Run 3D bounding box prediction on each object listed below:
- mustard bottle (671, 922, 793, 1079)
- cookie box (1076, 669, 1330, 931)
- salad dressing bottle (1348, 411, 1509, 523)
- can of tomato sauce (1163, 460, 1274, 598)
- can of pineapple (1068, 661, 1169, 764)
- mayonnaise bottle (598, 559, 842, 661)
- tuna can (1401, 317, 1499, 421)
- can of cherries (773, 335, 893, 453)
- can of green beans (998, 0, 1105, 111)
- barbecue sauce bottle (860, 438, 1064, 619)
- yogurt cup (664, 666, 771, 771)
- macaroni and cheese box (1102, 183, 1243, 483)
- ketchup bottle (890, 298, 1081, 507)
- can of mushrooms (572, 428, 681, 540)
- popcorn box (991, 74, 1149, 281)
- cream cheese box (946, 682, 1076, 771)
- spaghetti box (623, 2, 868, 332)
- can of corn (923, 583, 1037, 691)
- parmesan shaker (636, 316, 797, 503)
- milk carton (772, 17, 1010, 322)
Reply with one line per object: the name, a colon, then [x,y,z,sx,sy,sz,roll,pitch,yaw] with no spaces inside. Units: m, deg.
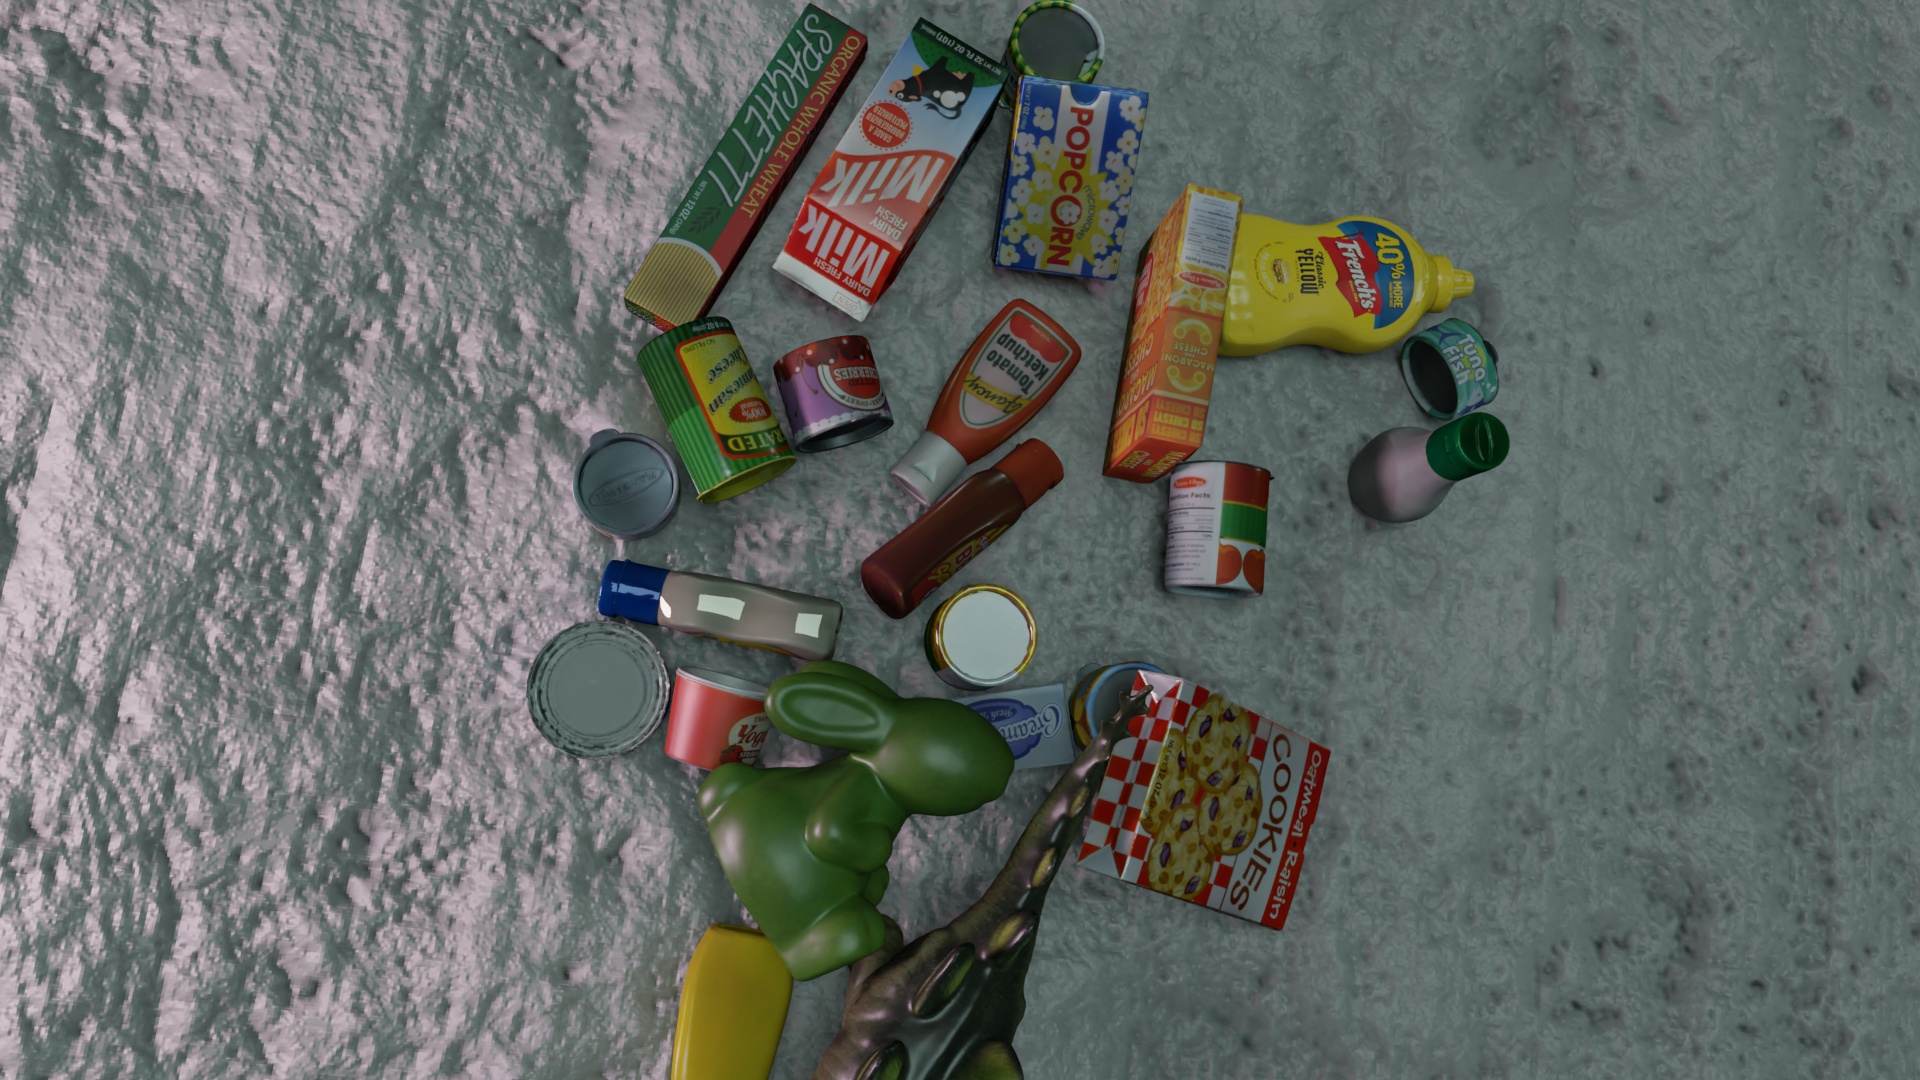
mustard bottle: [-0.144,0.315,0.833,0.065,0.048,0.160,14,80,-6]
cookie box: [0.158,0.165,0.864,0.167,0.040,0.123,27,76,-38]
salad dressing bottle: [0.304,-0.049,0.909,0.044,0.147,0.064,-1,82,-9]
can of tomato sauce: [0.172,-0.006,0.925,0.071,0.071,0.083,6,81,-7]
can of pineapple: [0.105,0.111,0.899,0.071,0.057,0.071,1,81,-8]
mayonnaise bottle: [-0.150,0.044,0.872,0.148,0.064,0.041,11,84,-2]
tuna can: [0.340,-0.119,0.965,0.033,0.071,0.071,-25,85,-10]
can of cherries: [-0.081,-0.095,0.899,0.071,0.071,0.058,-16,83,-10]
can of green beans: [0.062,-0.332,0.966,0.071,0.057,0.071,1,81,-8]
barbecue sauce bottle: [0.003,-0.011,0.904,0.149,0.064,0.044,-39,80,-21]
yogurt cup: [-0.149,0.112,0.859,0.072,0.072,0.054,16,87,-6]
macaroni and cheese box: [0.137,-0.130,0.910,0.040,0.123,0.166,12,80,-5]
ketchup bottle: [0.013,-0.088,0.926,0.065,0.043,0.149,40,78,-1]
can of mushrooms: [-0.213,-0.036,0.889,0.071,0.033,0.071,1,81,-8]
popcorn box: [0.072,-0.243,0.935,0.085,0.038,0.126,6,110,-7]
cream cheese box: [0.020,0.125,0.901,0.104,0.024,0.053,-7,82,-9]
spaghetti box: [-0.142,-0.250,0.937,0.050,0.028,0.250,29,78,-3]
can of corn: [0.013,0.060,0.893,0.071,0.058,0.071,1,81,-8]
parmesan shaker: [-0.158,-0.083,0.886,0.071,0.071,0.103,-25,86,-11]
milk carton: [-0.047,-0.241,0.927,0.072,0.073,0.191,31,78,-3]
